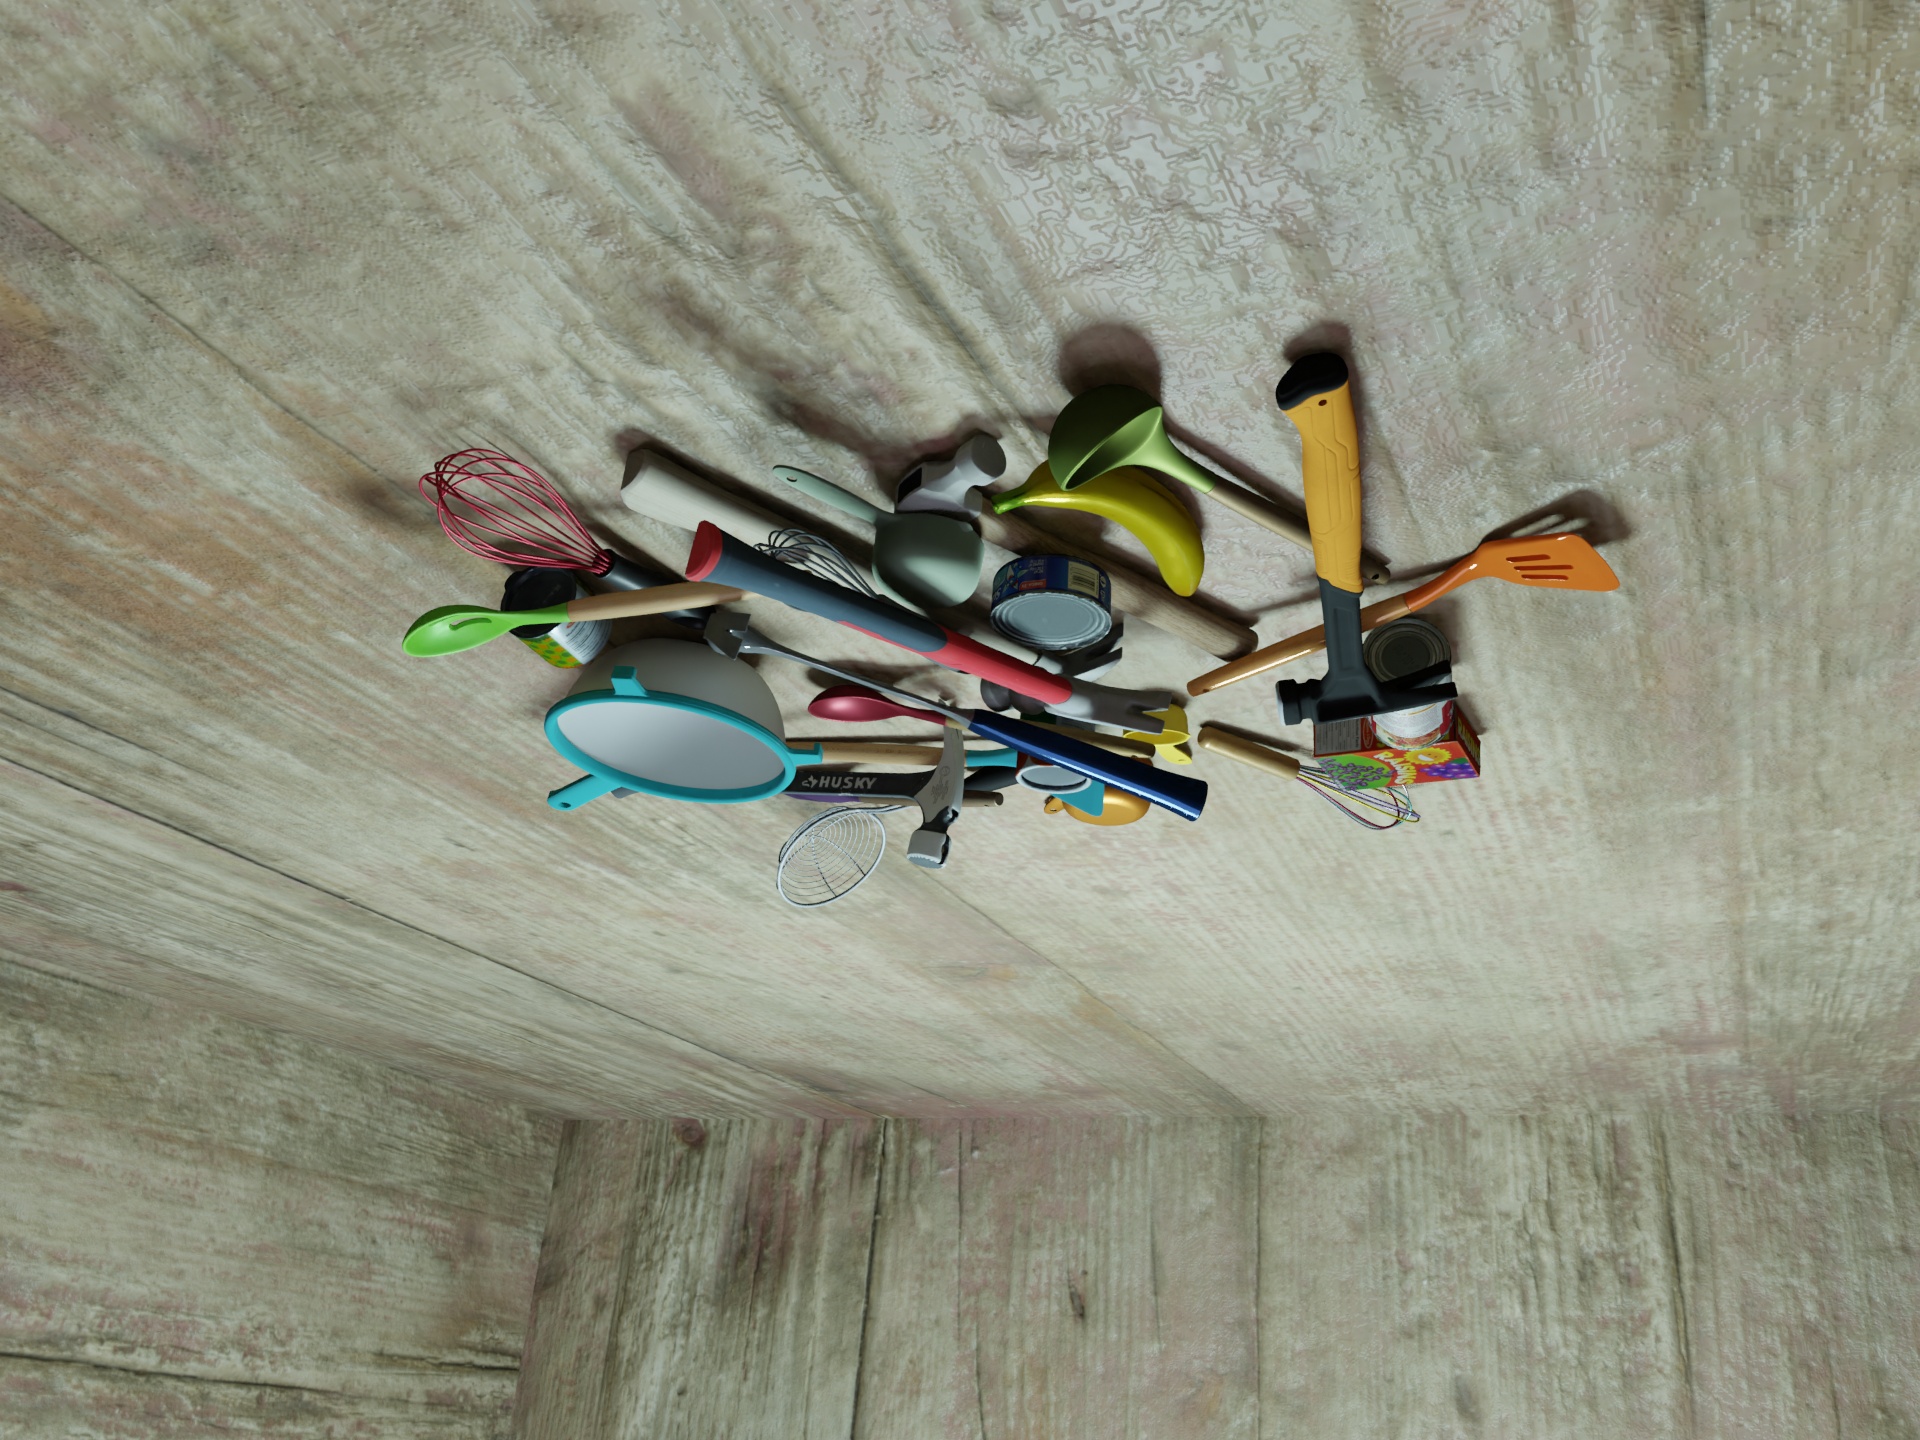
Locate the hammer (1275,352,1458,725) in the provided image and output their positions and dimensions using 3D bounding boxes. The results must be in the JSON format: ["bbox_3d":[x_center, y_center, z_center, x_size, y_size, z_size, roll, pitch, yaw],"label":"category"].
[{"bbox_3d":[0.255,-0.108,1.039,0.127,0.034,0.336,-9,143,12],"label":"hammer"}]

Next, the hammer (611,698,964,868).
[{"bbox_3d":[-0.173,0.051,1.476,0.409,0.149,0.036,1,157,31],"label":"hammer"}]

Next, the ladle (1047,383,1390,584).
[{"bbox_3d":[0.182,-0.136,1.034,0.320,0.062,0.078,20,133,-36],"label":"ladle"}]

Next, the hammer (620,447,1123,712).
[{"bbox_3d":[-0.061,-0.104,1.176,0.410,0.038,0.146,24,148,-36],"label":"hammer"}]

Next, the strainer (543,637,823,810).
[{"bbox_3d":[-0.276,0.004,1.395,0.210,0.095,0.340,24,152,-31],"label":"strainer"}]

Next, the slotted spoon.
[{"bbox_3d":[-0.259,-0.083,1.159,0.314,0.031,0.070,-7,167,9],"label":"slotted spoon"}]

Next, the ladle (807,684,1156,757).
[{"bbox_3d":[0.013,0.003,1.324,0.315,0.031,0.069,9,168,26],"label":"ladle"}]

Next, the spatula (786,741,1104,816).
[{"bbox_3d":[-0.021,0.036,1.472,0.317,0.044,0.082,2,113,14],"label":"spatula"}]

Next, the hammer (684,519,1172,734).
[{"bbox_3d":[-0.018,-0.056,1.071,0.143,0.038,0.386,11,175,44],"label":"hammer"}]

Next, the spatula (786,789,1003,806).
[{"bbox_3d":[-0.078,0.071,1.528,0.316,0.018,0.059,-1,158,45],"label":"spatula"}]

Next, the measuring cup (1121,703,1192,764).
[{"bbox_3d":[0.184,0.013,1.419,0.062,0.029,0.156,-4,167,19],"label":"measuring cup"}]

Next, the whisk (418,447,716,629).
[{"bbox_3d":[-0.274,-0.122,1.159,0.073,0.073,0.295,-9,159,28],"label":"whisk"}]

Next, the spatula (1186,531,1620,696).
[{"bbox_3d":[0.303,-0.069,1.150,0.322,0.041,0.081,-23,142,34],"label":"spatula"}]

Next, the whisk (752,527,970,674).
[{"bbox_3d":[-0.062,-0.078,1.141,0.055,0.055,0.238,-14,153,36],"label":"whisk"}]

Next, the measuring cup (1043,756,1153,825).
[{"bbox_3d":[0.121,0.081,1.535,0.095,0.052,0.173,14,153,-19],"label":"measuring cup"}]

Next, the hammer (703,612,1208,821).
[{"bbox_3d":[-0.002,-0.004,1.214,0.405,0.035,0.144,20,180,-7],"label":"hammer"}]

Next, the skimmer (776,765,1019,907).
[{"bbox_3d":[-0.036,0.108,1.572,0.363,0.090,0.127,-19,156,38],"label":"skimmer"}]

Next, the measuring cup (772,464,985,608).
[{"bbox_3d":[-0.057,-0.121,1.058,0.167,0.038,0.083,24,151,-34],"label":"measuring cup"}]

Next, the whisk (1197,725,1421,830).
[{"bbox_3d":[0.319,0.051,1.451,0.244,0.047,0.051,20,141,-21],"label":"whisk"}]

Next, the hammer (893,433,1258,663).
[{"bbox_3d":[0.092,-0.106,1.147,0.331,0.031,0.130,22,151,-34],"label":"hammer"}]
